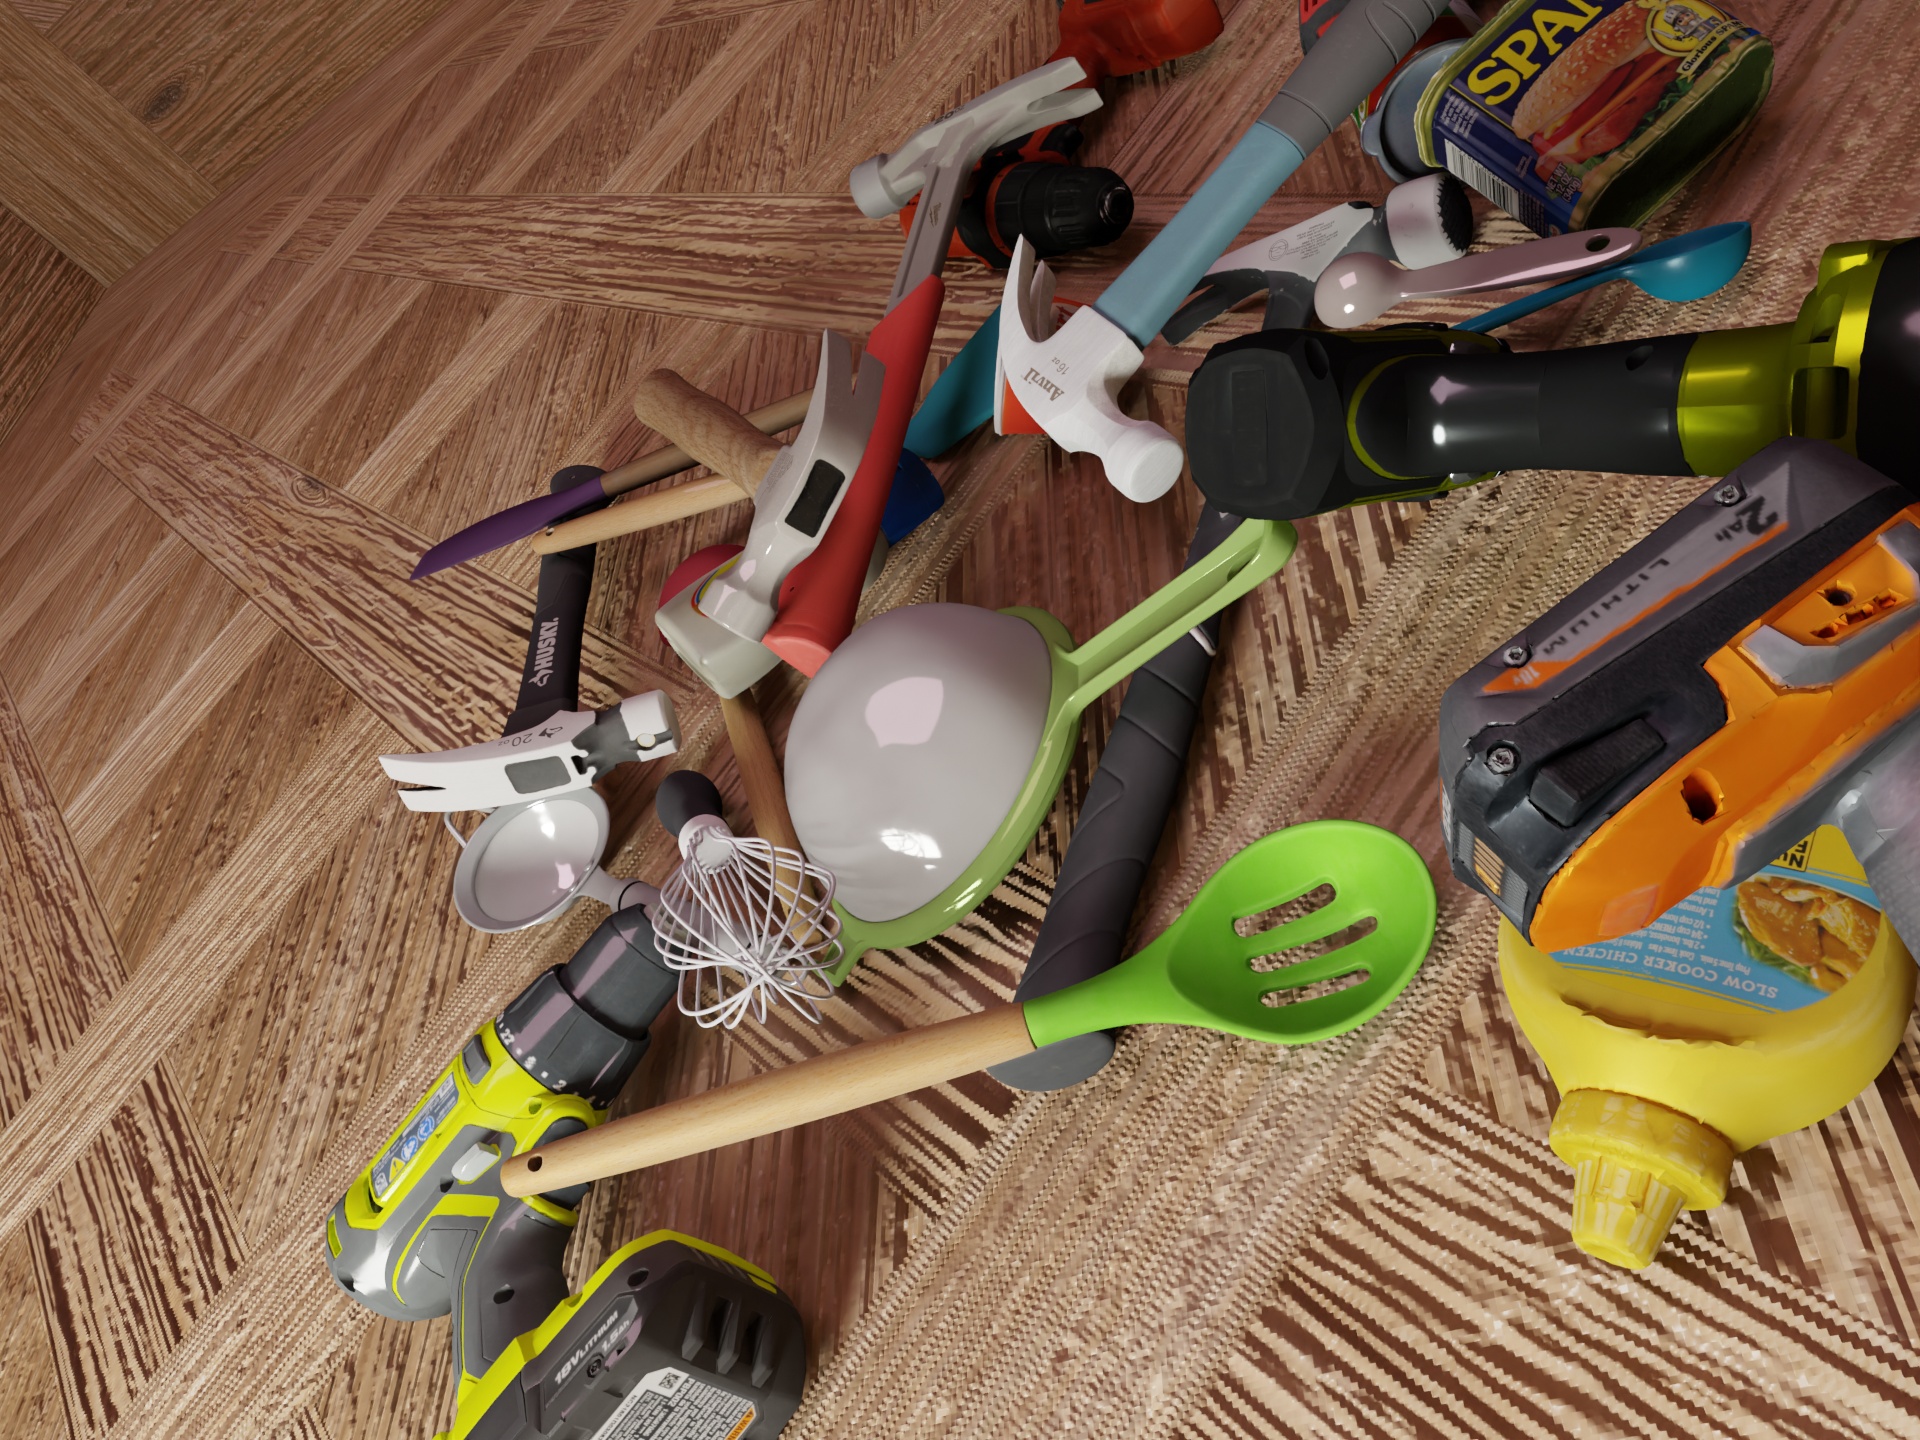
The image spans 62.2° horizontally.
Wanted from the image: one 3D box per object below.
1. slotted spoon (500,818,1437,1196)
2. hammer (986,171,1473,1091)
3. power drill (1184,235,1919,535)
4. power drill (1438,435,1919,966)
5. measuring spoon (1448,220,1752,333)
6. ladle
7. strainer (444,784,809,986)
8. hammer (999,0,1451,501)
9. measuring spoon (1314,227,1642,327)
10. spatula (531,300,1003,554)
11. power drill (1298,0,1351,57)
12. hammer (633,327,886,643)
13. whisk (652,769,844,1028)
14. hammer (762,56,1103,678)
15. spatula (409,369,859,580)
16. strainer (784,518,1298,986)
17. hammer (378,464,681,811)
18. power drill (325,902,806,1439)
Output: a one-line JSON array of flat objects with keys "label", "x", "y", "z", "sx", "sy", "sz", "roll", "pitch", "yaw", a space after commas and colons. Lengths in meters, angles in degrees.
[{"label": "slotted spoon", "x": -0.002, "y": 0.103, "z": 0.508, "sx": 0.314, "sy": 0.031, "sz": 0.070, "roll": -18, "pitch": 55, "yaw": 7}, {"label": "hammer", "x": 0.089, "y": -0.050, "z": 0.622, "sx": 0.149, "sy": 0.036, "sz": 0.409, "roll": -5, "pitch": 53, "yaw": 42}, {"label": "power drill", "x": 0.204, "y": -0.095, "z": 0.475, "sx": 0.223, "sy": 0.171, "sz": 0.080, "roll": 8, "pitch": 106, "yaw": 45}, {"label": "power drill", "x": 0.199, "y": 0.065, "z": 0.315, "sx": 0.164, "sy": 0.084, "sz": 0.227, "roll": -37, "pitch": 60, "yaw": -3}, {"label": "measuring spoon", "x": 0.222, "y": -0.147, "z": 0.577, "sx": 0.128, "sy": 0.021, "sz": 0.042, "roll": -19, "pitch": 16, "yaw": 13}, {"label": "ladle", "x": -0.106, "y": -0.001, "z": 0.771, "sx": 0.069, "sy": 0.031, "sz": 0.316, "roll": -40, "pitch": 39, "yaw": 12}, {"label": "strainer", "x": -0.155, "y": 0.082, "z": 0.727, "sx": 0.259, "sy": 0.050, "sz": 0.087, "roll": 14, "pitch": 61, "yaw": 43}, {"label": "hammer", "x": 0.141, "y": -0.246, "z": 0.648, "sx": 0.331, "sy": 0.033, "sz": 0.128, "roll": -49, "pitch": 55, "yaw": 5}, {"label": "measuring spoon", "x": 0.189, "y": -0.173, "z": 0.597, "sx": 0.124, "sy": 0.018, "sz": 0.034, "roll": -1, "pitch": 57, "yaw": 37}, {"label": "spatula", "x": -0.105, "y": -0.143, "z": 0.860, "sx": 0.317, "sy": 0.044, "sz": 0.082, "roll": -14, "pitch": 50, "yaw": 20}, {"label": "power drill", "x": 0.251, "y": -0.423, "z": 0.741, "sx": 0.226, "sy": 0.080, "sz": 0.188, "roll": -27, "pitch": 45, "yaw": 47}, {"label": "hammer", "x": -0.116, "y": -0.141, "z": 0.788, "sx": 0.130, "sy": 0.031, "sz": 0.332, "roll": -58, "pitch": 28, "yaw": 5}, {"label": "whisk", "x": -0.097, "y": 0.058, "z": 0.638, "sx": 0.070, "sy": 0.070, "sz": 0.285, "roll": -48, "pitch": 18, "yaw": -3}, {"label": "hammer", "x": -0.025, "y": -0.175, "z": 0.766, "sx": 0.149, "sy": 0.036, "sz": 0.359, "roll": -12, "pitch": 50, "yaw": 34}, {"label": "spatula", "x": -0.185, "y": -0.147, "z": 0.932, "sx": 0.316, "sy": 0.018, "sz": 0.060, "roll": -19, "pitch": 31, "yaw": 13}, {"label": "strainer", "x": 0.007, "y": -0.016, "z": 0.587, "sx": 0.256, "sy": 0.069, "sz": 0.152, "roll": -36, "pitch": 35, "yaw": 39}, {"label": "hammer", "x": -0.231, "y": -0.062, "z": 0.901, "sx": 0.146, "sy": 0.035, "sz": 0.335, "roll": -16, "pitch": 34, "yaw": 1}, {"label": "power drill", "x": -0.144, "y": 0.185, "z": 0.587, "sx": 0.190, "sy": 0.080, "sz": 0.229, "roll": -50, "pitch": 35, "yaw": 1}]
